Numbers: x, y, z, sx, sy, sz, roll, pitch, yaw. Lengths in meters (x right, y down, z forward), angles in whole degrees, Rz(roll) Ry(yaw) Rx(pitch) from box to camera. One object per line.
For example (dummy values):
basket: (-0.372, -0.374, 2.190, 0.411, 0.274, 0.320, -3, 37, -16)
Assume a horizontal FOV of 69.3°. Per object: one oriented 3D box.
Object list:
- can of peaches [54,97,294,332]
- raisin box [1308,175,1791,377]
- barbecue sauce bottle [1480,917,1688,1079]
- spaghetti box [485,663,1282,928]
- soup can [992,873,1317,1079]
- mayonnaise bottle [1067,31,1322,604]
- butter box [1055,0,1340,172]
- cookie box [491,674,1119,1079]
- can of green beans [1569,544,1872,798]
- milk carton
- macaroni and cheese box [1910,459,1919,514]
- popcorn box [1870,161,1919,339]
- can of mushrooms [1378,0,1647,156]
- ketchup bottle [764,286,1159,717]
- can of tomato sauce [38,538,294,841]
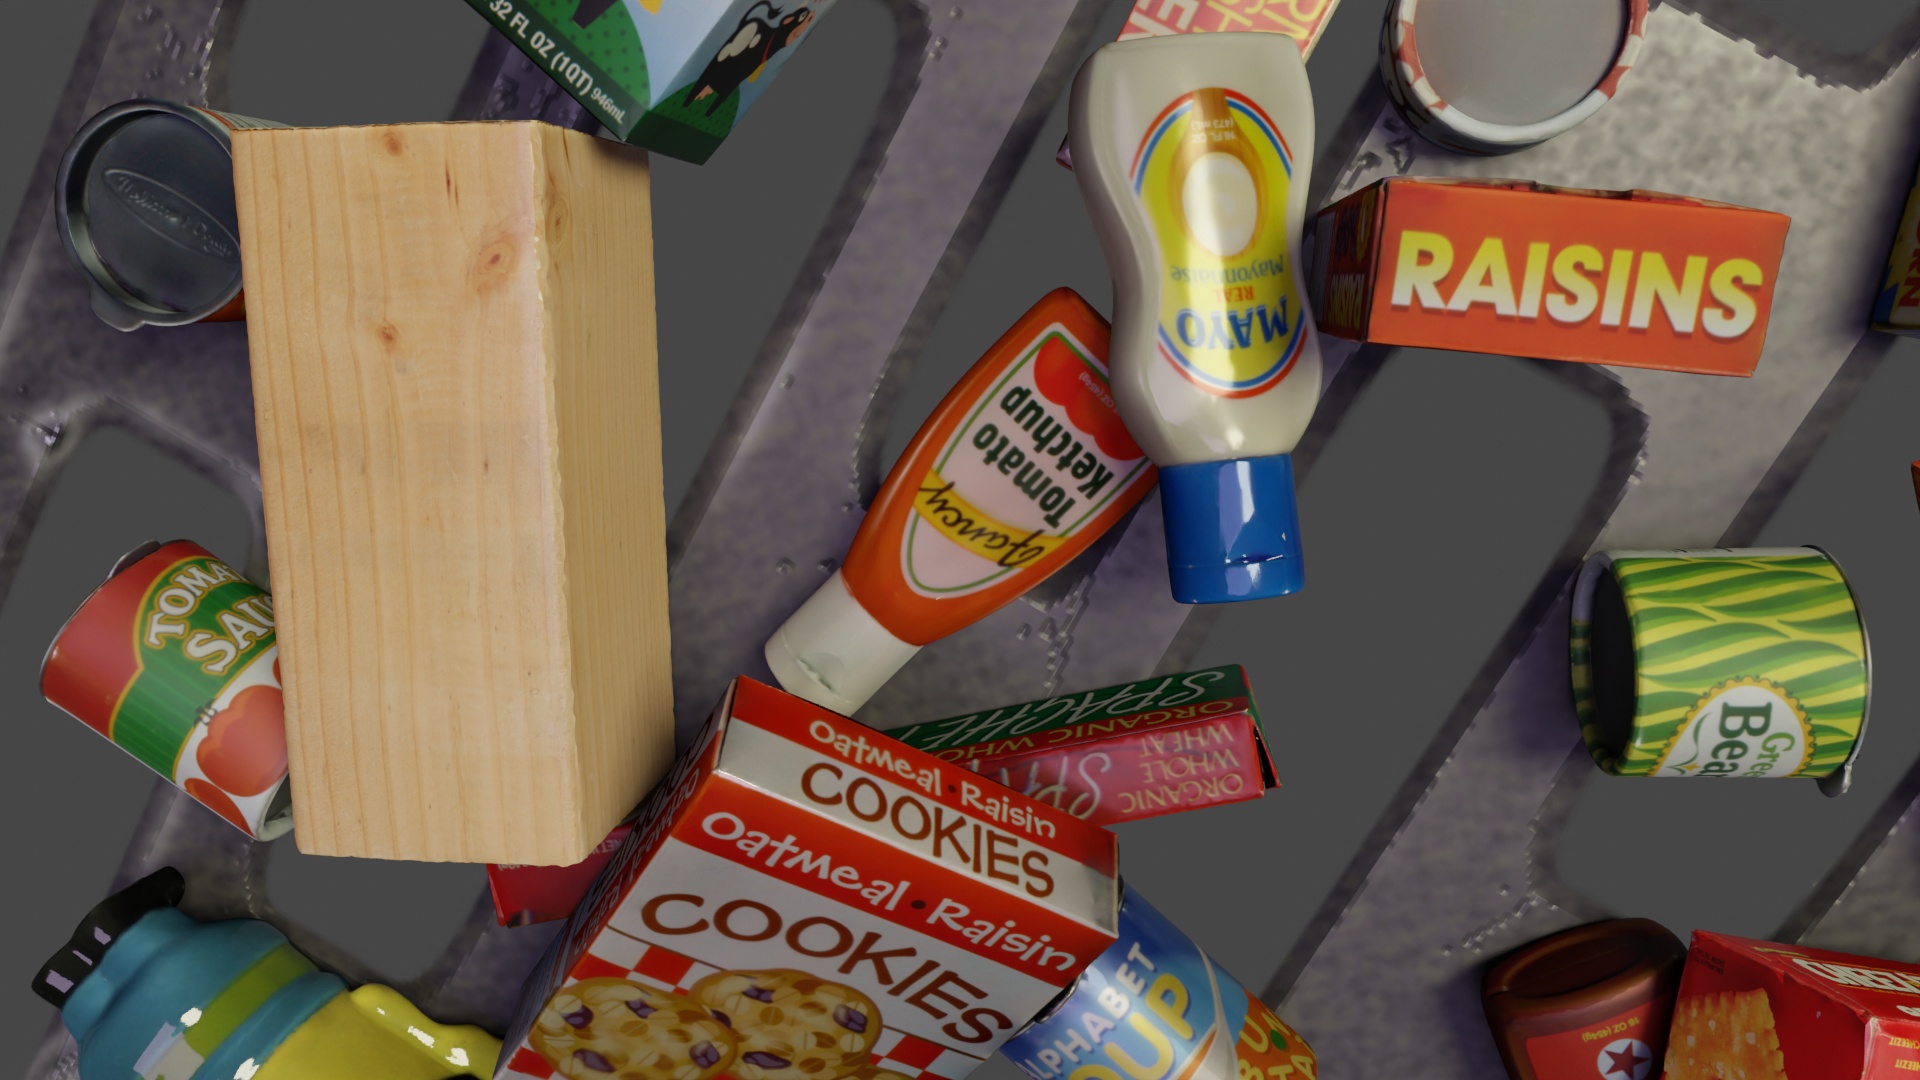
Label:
can of peaches: (-0.235, -0.100, 0.437, 0.071, 0.058, 0.071, 1, 101, 7)
raisin box: (0.140, -0.068, 0.359, 0.086, 0.124, 0.040, 7, 102, 7)
barbecue sauce bottle: (0.219, 0.196, 0.434, 0.065, 0.044, 0.148, -24, 96, 9)
spaghetti box: (-0.026, 0.082, 0.445, 0.250, 0.050, 0.028, -12, 99, 9)
soup can: (0.059, 0.158, 0.435, 0.084, 0.071, 0.071, 42, 103, -1)
mayonnaise bottle: (0.068, -0.058, 0.375, 0.065, 0.041, 0.148, -7, 91, -9)
butter box: (0.074, -0.145, 0.405, 0.053, 0.024, 0.103, 28, 102, 2)
cookie box: (-0.049, 0.125, 0.416, 0.123, 0.040, 0.166, 26, 124, -17)
can of green beans: (0.213, 0.035, 0.396, 0.058, 0.071, 0.071, -1, 100, 8)
milk carton: (-0.050, -0.203, 0.387, 0.072, 0.073, 0.190, 42, 102, -1)
macaroni and cheese box: (0.339, 0.030, 0.371, 0.123, 0.040, 0.166, -23, 112, 11)
popcorn box: (0.314, -0.110, 0.371, 0.085, 0.038, 0.126, 12, 101, 4)
can of mushrooms: (0.153, -0.146, 0.390, 0.071, 0.033, 0.071, 2, 100, 8)
ketchup bottle: (0.002, -0.005, 0.429, 0.064, 0.043, 0.148, 44, 103, -6)
can of tomato sauce: (-0.242, 0.048, 0.459, 0.083, 0.071, 0.071, 34, 103, 0)
